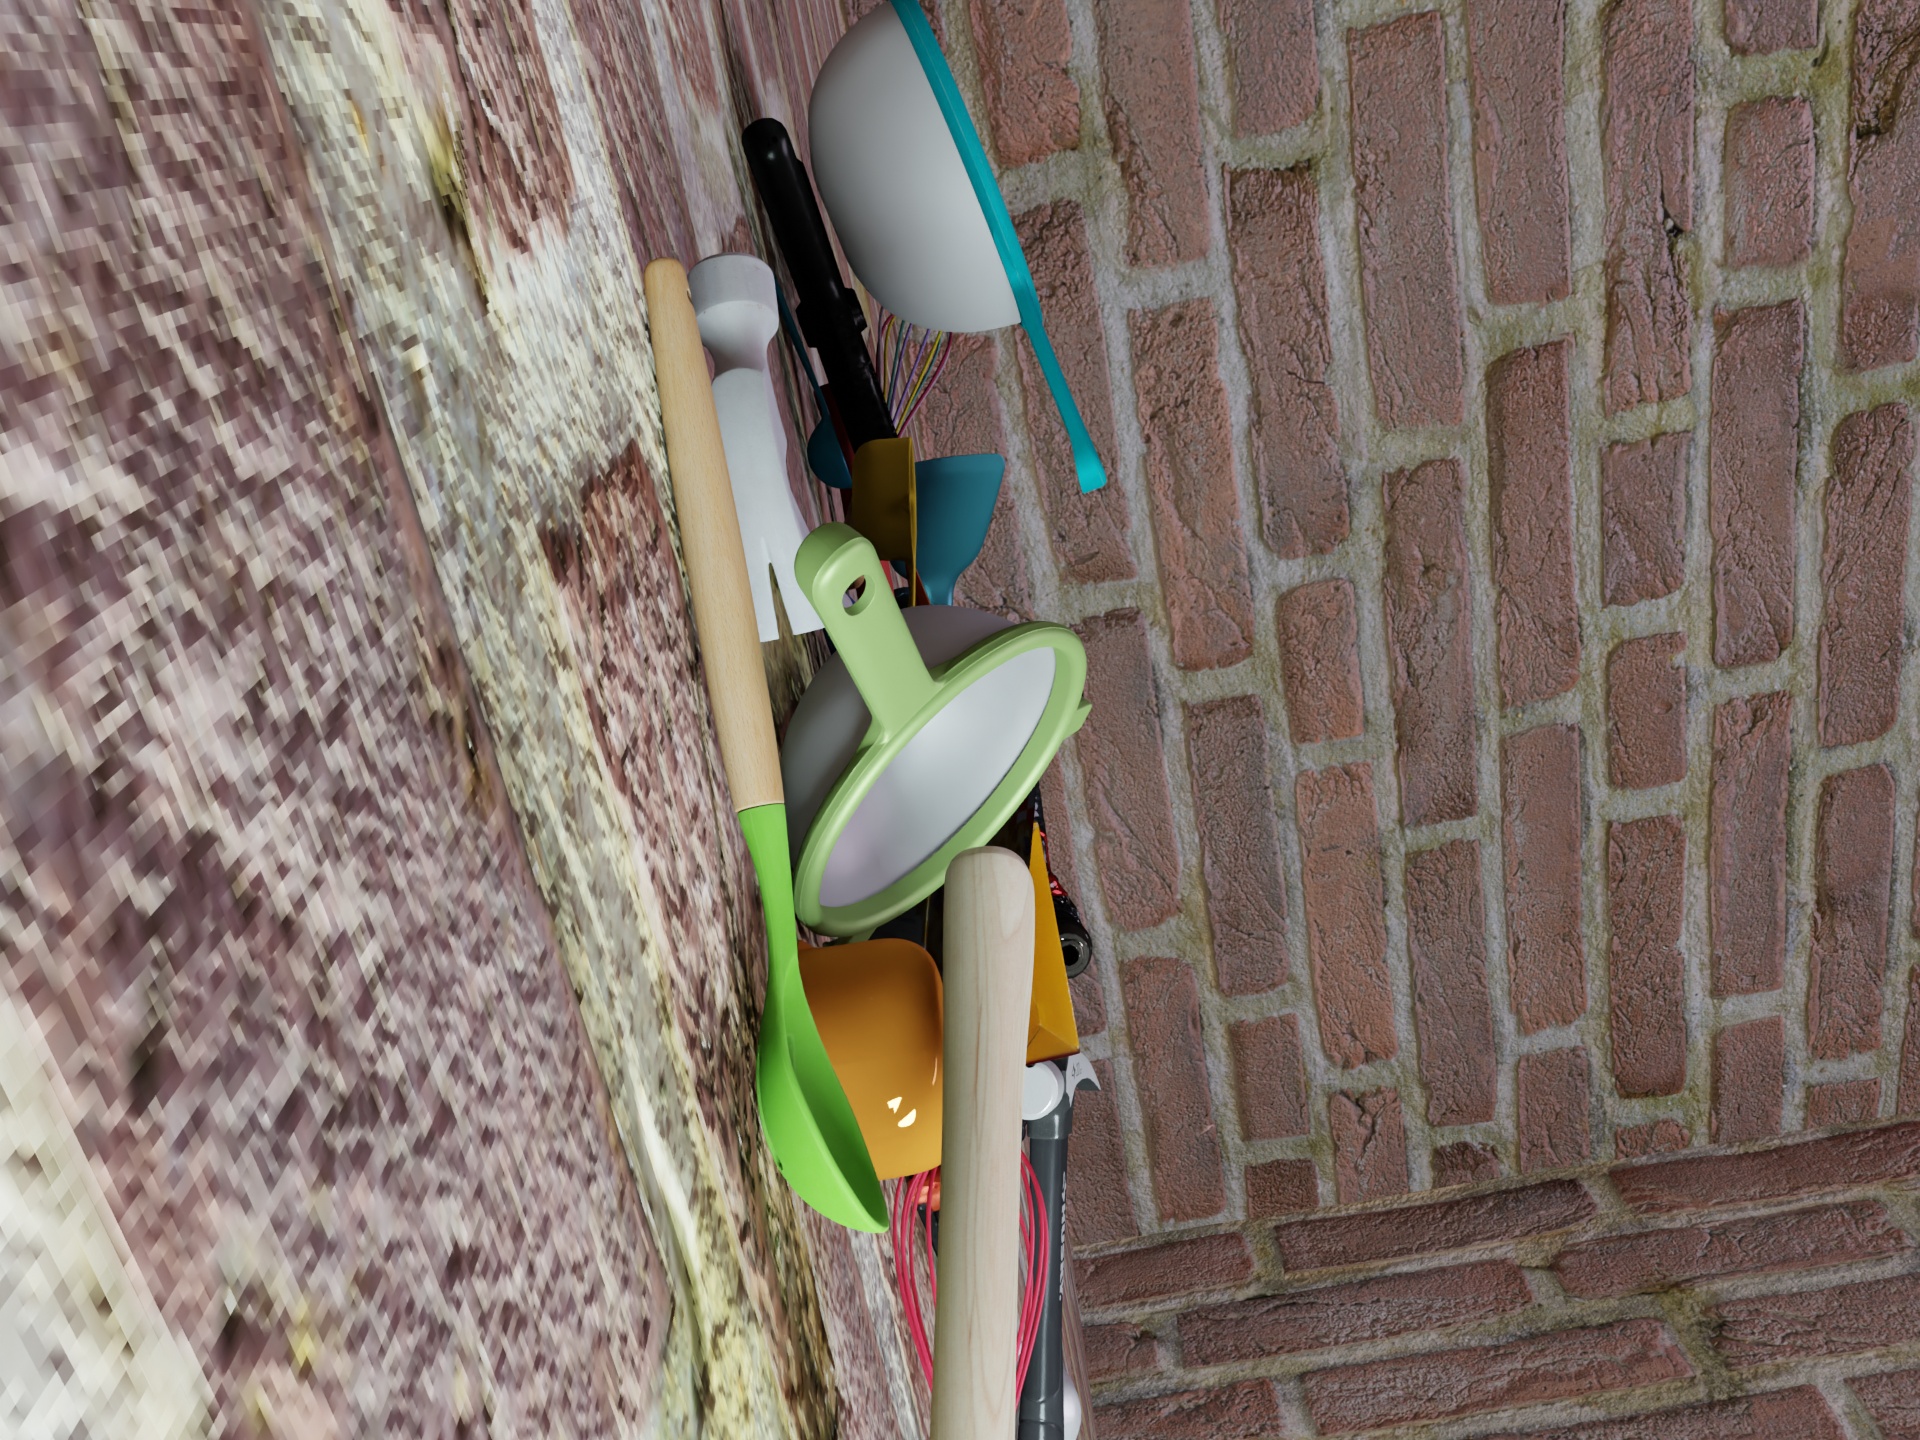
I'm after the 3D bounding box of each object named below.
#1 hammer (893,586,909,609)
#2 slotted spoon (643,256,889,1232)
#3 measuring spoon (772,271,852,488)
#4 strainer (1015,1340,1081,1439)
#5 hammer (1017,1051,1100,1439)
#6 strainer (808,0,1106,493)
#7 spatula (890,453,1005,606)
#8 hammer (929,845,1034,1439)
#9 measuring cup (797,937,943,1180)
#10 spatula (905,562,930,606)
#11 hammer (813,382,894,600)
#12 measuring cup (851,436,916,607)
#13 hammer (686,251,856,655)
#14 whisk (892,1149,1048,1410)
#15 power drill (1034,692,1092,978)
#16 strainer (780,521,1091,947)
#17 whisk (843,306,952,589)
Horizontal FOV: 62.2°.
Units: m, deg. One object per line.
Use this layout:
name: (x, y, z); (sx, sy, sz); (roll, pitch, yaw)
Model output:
hammer: (-0.016, 0.002, 1.179); (0.331, 0.033, 0.128); (-108, -166, -50)
slotted spoon: (-0.067, 0.003, 0.497); (0.070, 0.031, 0.314); (67, 12, -81)
measuring spoon: (-0.092, -0.191, 0.909); (0.042, 0.021, 0.128); (-111, -179, -71)
strainer: (0.052, 0.359, 0.992); (0.086, 0.050, 0.259); (26, 60, -47)
hammer: (0.047, 0.350, 0.887); (0.146, 0.035, 0.335); (24, 67, -75)
strainer: (-0.014, -0.256, 0.907); (0.210, 0.095, 0.341); (57, 13, -65)
spatula: (-0.002, -0.003, 0.979); (0.044, 0.082, 0.317); (-156, -123, -66)
hammer: (0.002, 0.216, 0.445); (0.146, 0.038, 0.411); (75, 14, -55)
measuring cup: (-0.024, 0.132, 0.627); (0.173, 0.052, 0.095); (60, 20, -78)
spatula: (-0.021, 0.068, 0.828); (0.081, 0.041, 0.323); (82, 12, -68)
hammer: (-0.048, -0.039, 1.014); (0.149, 0.036, 0.359); (-26, 107, -88)
measuring cup: (-0.036, -0.053, 0.741); (0.062, 0.029, 0.156); (-86, 177, -78)
hammer: (-0.060, -0.049, 0.757); (0.405, 0.035, 0.144); (73, 7, -73)
whisk: (0.008, 0.306, 0.662); (0.073, 0.073, 0.296); (77, 9, -54)
power drill: (0.051, 0.072, 1.146); (0.188, 0.080, 0.226); (-161, -114, -81)
strainer: (-0.033, -0.013, 0.567); (0.069, 0.151, 0.256); (41, -11, 23)
whisk: (-0.045, -0.183, 0.990); (0.051, 0.047, 0.245); (73, 26, -58)
